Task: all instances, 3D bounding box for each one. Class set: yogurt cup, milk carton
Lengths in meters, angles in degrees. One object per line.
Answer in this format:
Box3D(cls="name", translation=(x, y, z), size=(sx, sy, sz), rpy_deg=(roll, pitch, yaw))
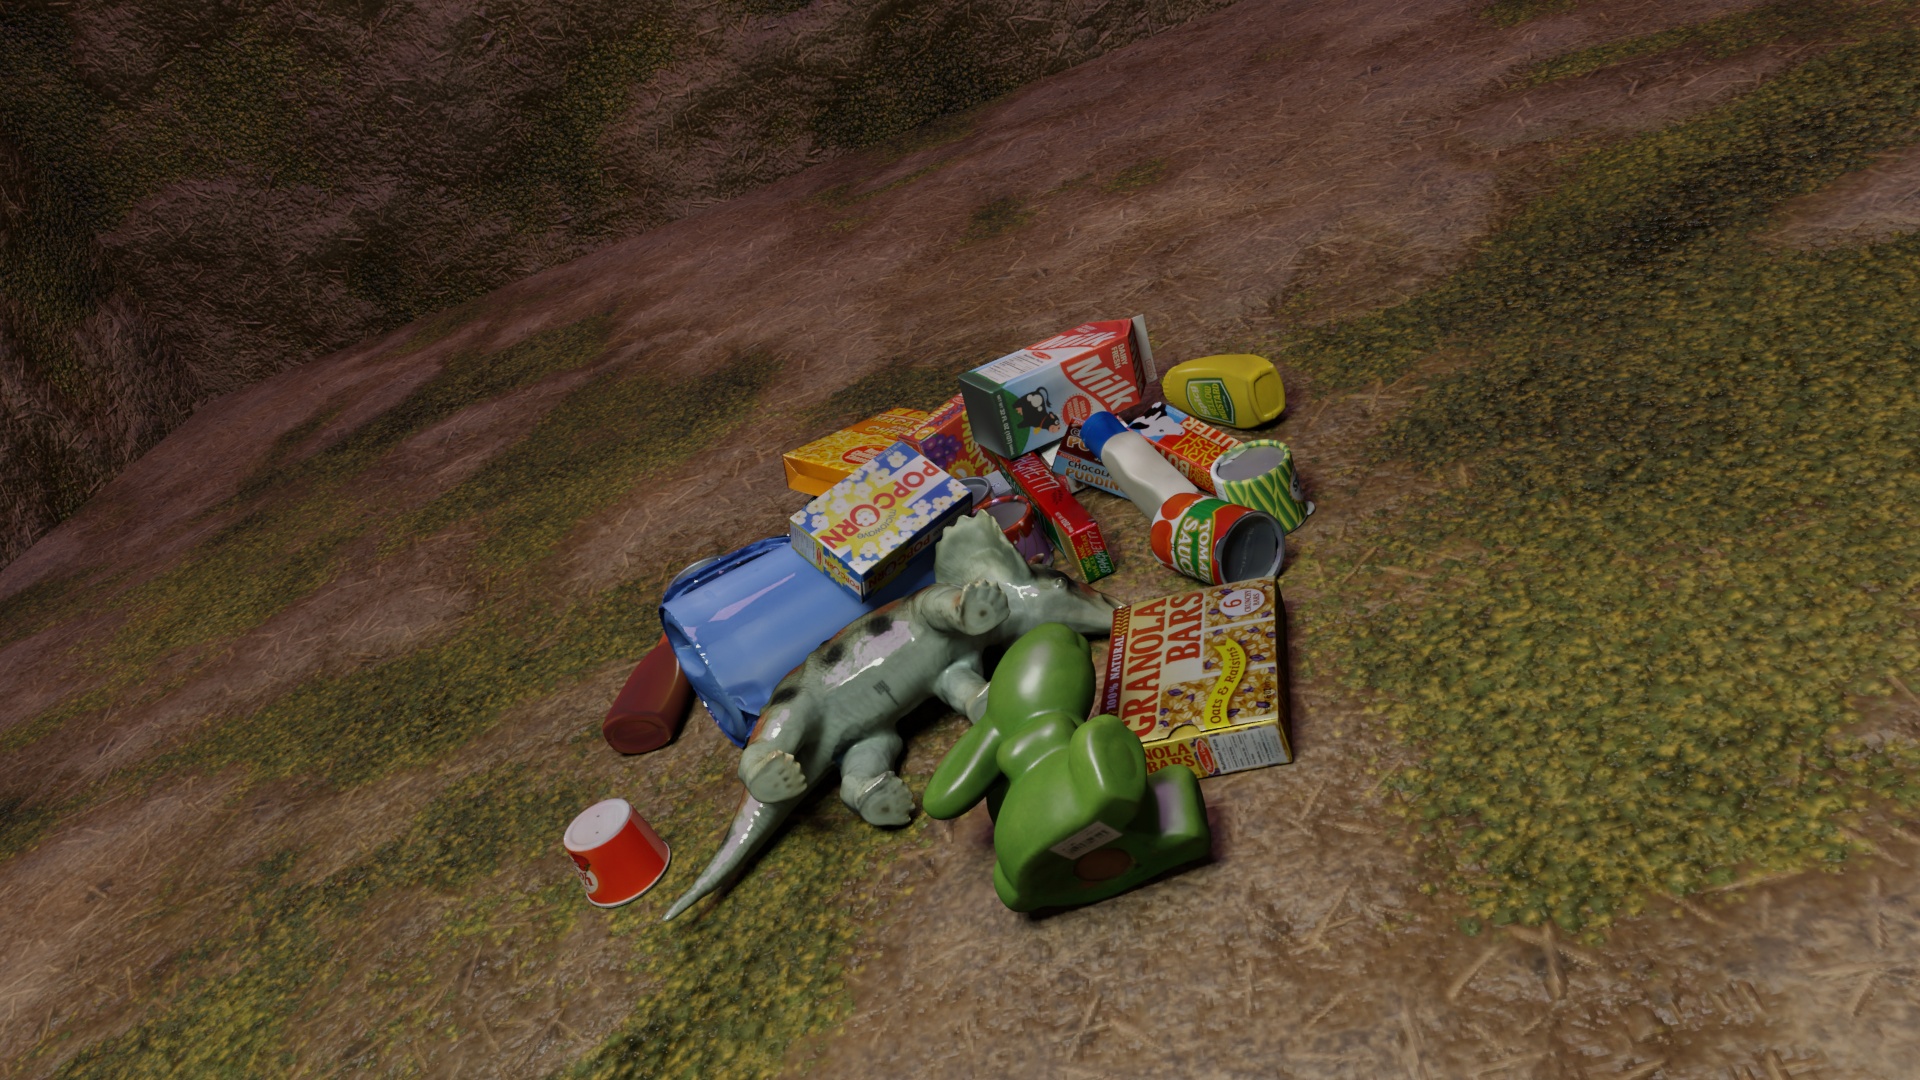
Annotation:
Box3D(cls="yogurt cup", translation=(-0.257, 0.229, 1.031), size=(0.072, 0.053, 0.073), rpy_deg=(-18, 28, 10))
Box3D(cls="milk carton", translation=(0.102, -0.151, 1.323), size=(0.191, 0.072, 0.073), rpy_deg=(-25, 27, -18))

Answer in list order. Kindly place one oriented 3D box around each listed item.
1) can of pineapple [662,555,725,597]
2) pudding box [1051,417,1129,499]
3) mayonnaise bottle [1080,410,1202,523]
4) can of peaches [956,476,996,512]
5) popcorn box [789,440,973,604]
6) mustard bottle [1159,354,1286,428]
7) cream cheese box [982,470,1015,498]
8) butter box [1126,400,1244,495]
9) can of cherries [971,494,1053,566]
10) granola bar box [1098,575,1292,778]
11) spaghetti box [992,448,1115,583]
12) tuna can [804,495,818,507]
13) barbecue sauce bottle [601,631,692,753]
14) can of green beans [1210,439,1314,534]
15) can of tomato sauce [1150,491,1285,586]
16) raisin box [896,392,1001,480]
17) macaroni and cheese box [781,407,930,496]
Box3D(cls="can of pineapple", translation=(-0.238, 0.056, 1.323), size=(0.071, 0.057, 0.071), rpy_deg=(-19, 27, 10))
Box3D(cls="pudding box", translation=(0.130, -0.073, 1.249), size=(0.084, 0.030, 0.050), rpy_deg=(21, 48, 7))
Box3D(cls="mayonnaise bottle", translation=(0.153, -0.058, 1.174), size=(0.041, 0.064, 0.148), rpy_deg=(-31, 46, -7))
Box3D(cls="can of peaches", translation=(0.005, -0.016, 1.263), size=(0.071, 0.058, 0.071), rpy_deg=(-19, 28, 10))
Box3D(cls="popcorn box", translation=(-0.063, -0.017, 1.119), size=(0.085, 0.038, 0.127), rpy_deg=(37, 58, 26))
Box3D(cls="mustard bottle", translation=(0.236, -0.142, 1.308), size=(0.049, 0.065, 0.160), rpy_deg=(-29, 21, -23))
Box3D(cls="cream cheese box", translation=(0.000, -0.028, 1.326), size=(0.104, 0.024, 0.053), rpy_deg=(-25, 26, -3))
Box3D(cls="butter box", translation=(0.199, -0.082, 1.221), size=(0.104, 0.024, 0.053), rpy_deg=(32, 54, 29))
Box3D(cls="can of cherries", translation=(0.042, 0.000, 1.203), size=(0.071, 0.058, 0.072), rpy_deg=(-19, 27, 10))
Box3D(cls="granola bar box", translation=(0.162, 0.095, 0.958), size=(0.124, 0.039, 0.166), rpy_deg=(-14, 28, 19))
Box3D(cls="spaghetti box", translation=(0.078, -0.036, 1.249), size=(0.029, 0.050, 0.251), rpy_deg=(-25, 27, -4))
Box3D(cls="tuna can", translation=(-0.122, -0.032, 1.418), size=(0.071, 0.032, 0.071), rpy_deg=(-18, 27, 10))
Box3D(cls="barbecue sauce bottle", translation=(-0.266, 0.126, 1.236), size=(0.065, 0.043, 0.149), rpy_deg=(-15, 27, 16))
Box3D(cls="can of green beans", translation=(0.241, -0.041, 1.120), size=(0.071, 0.057, 0.071), rpy_deg=(-18, 27, 10))
Box3D(cls="can of tomato sauce", translation=(0.195, 0.001, 1.070), size=(0.071, 0.071, 0.083), rpy_deg=(-34, 28, -20))
Box3D(cls="raisin box", translation=(0.006, -0.095, 1.374), size=(0.124, 0.085, 0.040), rpy_deg=(-37, 34, -24))
Box3D(cls="macaroni and cheese box", translation=(-0.078, -0.088, 1.421), size=(0.124, 0.040, 0.167), rpy_deg=(15, 32, 41))
